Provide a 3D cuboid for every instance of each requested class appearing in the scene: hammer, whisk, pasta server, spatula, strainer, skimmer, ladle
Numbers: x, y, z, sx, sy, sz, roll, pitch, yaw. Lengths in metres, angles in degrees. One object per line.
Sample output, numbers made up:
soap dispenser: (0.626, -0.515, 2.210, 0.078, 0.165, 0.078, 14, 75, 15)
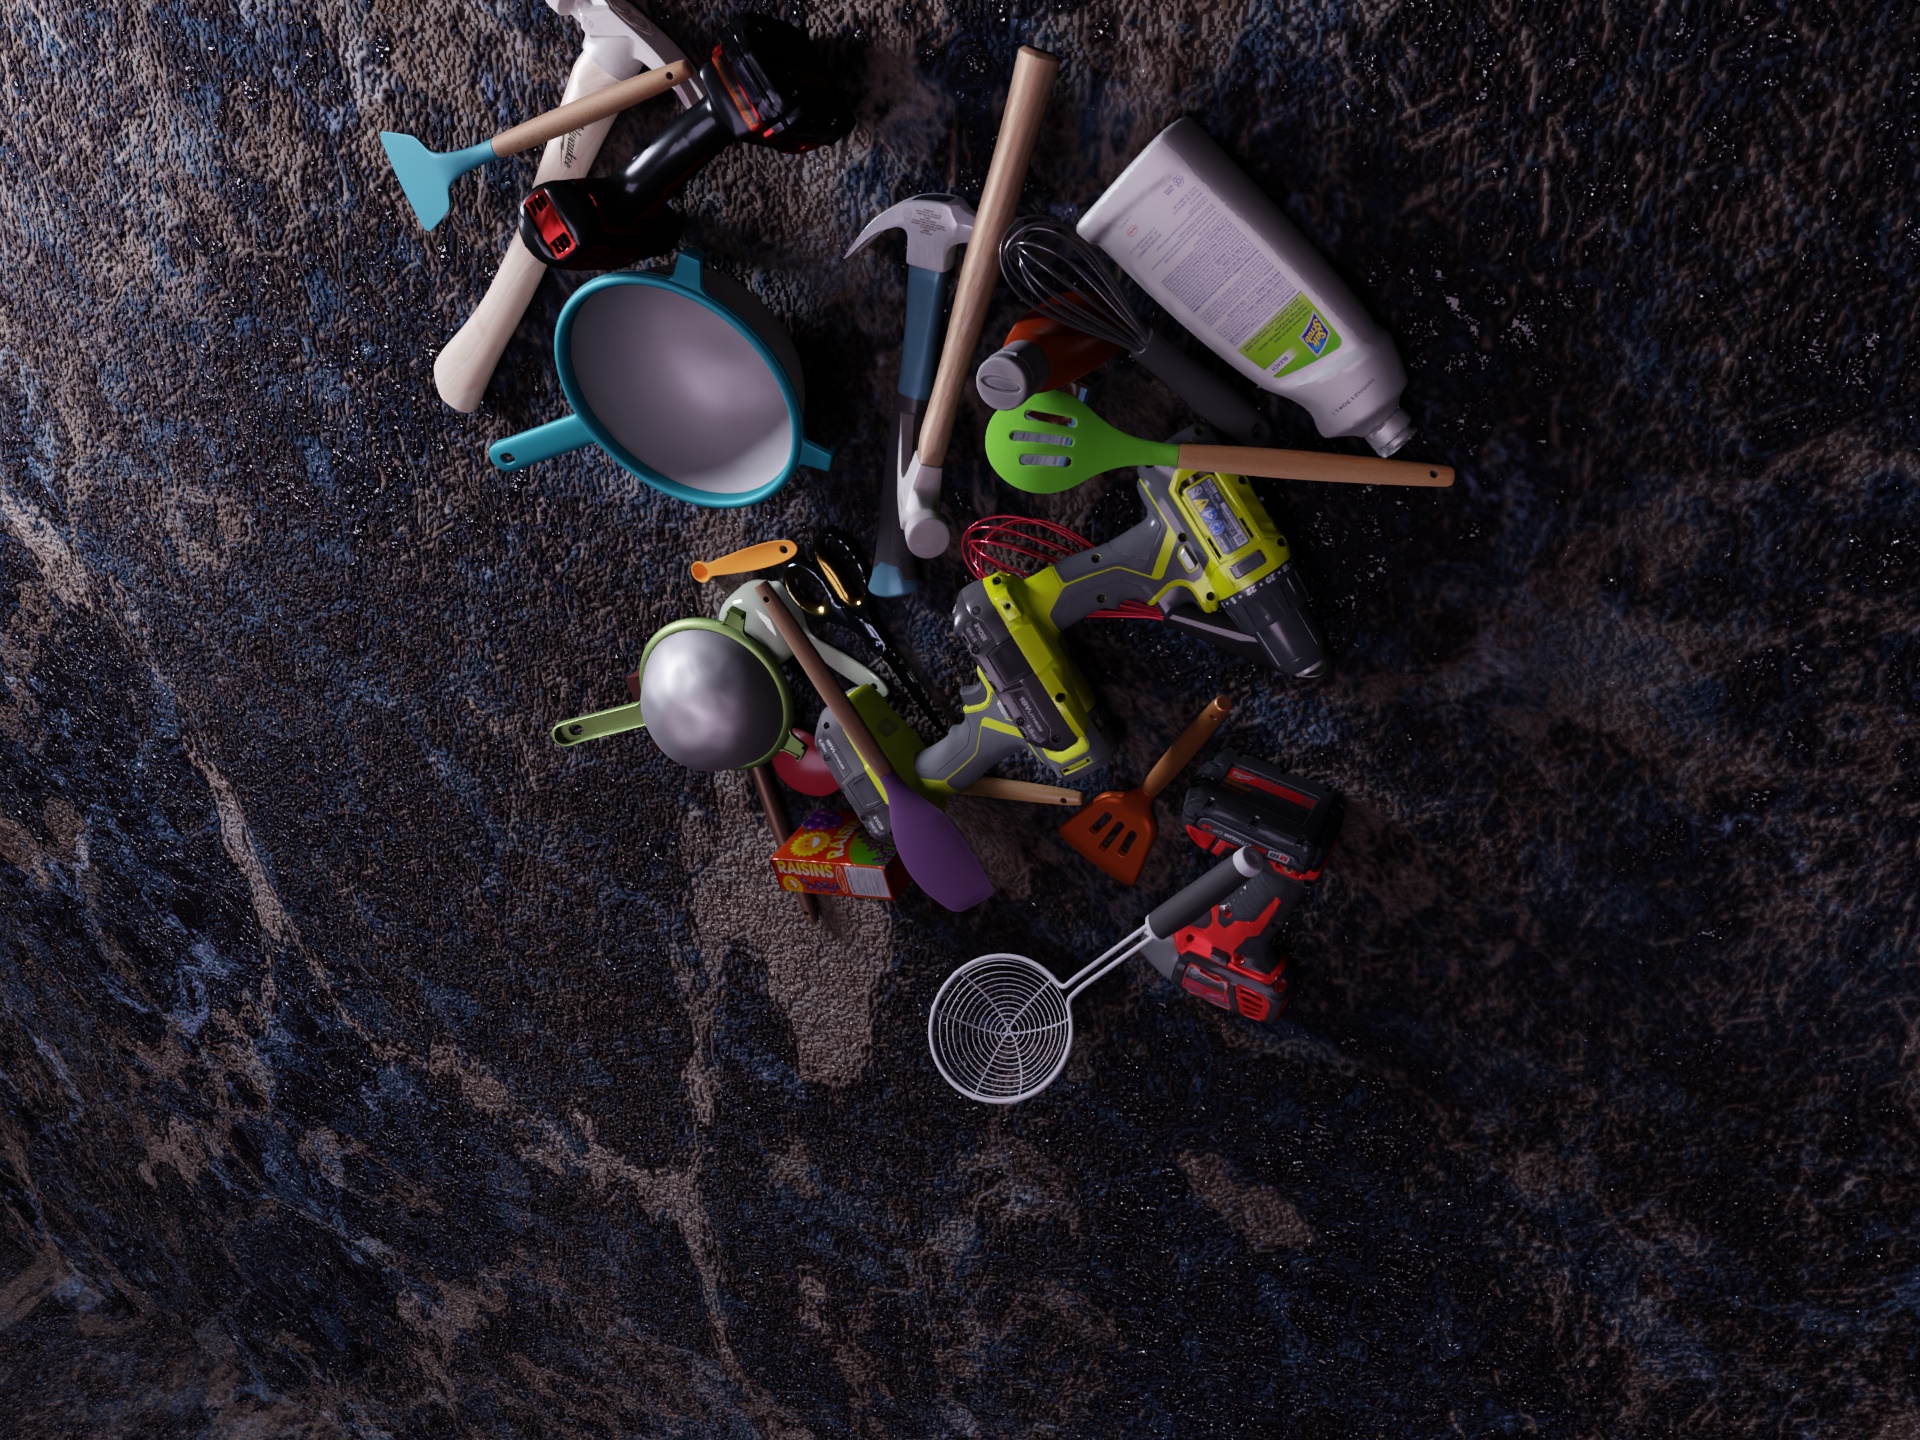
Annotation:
hammer: (0.008, -0.284, 1.081, 0.031, 0.130, 0.331, 9, 118, -15)
whisk: (0.123, -0.253, 1.056, 0.238, 0.055, 0.055, 32, 136, -25)
hammer: (-0.336, -0.393, 1.293, 0.146, 0.038, 0.410, 42, 131, -1)
pasta server: (-0.188, 0.063, 1.491, 0.060, 0.040, 0.316, -2, 119, 28)
spatula: (0.150, 0.051, 1.231, 0.081, 0.041, 0.322, 37, 158, 5)
spatula: (-0.076, 0.023, 1.289, 0.060, 0.018, 0.316, -29, 99, 24)
strainer: (-0.272, 0.001, 1.409, 0.256, 0.069, 0.151, -12, 113, 26)
skimmer: (0.103, 0.199, 1.284, 0.363, 0.090, 0.127, -45, 62, 44)
whisk: (0.137, -0.088, 1.192, 0.296, 0.073, 0.073, 20, 127, 11)
spatula: (-0.328, -0.449, 1.212, 0.317, 0.044, 0.082, -8, 116, 28)
hammer: (-0.035, -0.236, 1.214, 0.128, 0.033, 0.330, 22, 128, 17)
ladle: (-0.038, 0.051, 1.403, 0.315, 0.031, 0.069, 6, 121, 26)
strainer: (-0.251, -0.268, 1.278, 0.340, 0.095, 0.210, -8, 129, 38)

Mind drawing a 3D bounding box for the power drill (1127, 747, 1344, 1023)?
power drill: (0.216, 0.138, 1.276, 0.143, 0.078, 0.219, 23, 131, 18)

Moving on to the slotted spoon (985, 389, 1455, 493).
slotted spoon: (0.172, -0.178, 1.066, 0.314, 0.031, 0.070, 5, 93, 3)

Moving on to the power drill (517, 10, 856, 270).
power drill: (-0.190, -0.397, 1.136, 0.226, 0.188, 0.080, -29, 96, 21)

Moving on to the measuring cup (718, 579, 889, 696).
measuring cup: (-0.139, -0.059, 1.382, 0.168, 0.038, 0.083, 31, 130, 13)

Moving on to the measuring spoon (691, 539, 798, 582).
measuring spoon: (-0.187, -0.140, 1.382, 0.117, 0.011, 0.021, -10, 112, 31)

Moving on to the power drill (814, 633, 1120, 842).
power drill: (-0.002, -0.004, 1.303, 0.223, 0.080, 0.171, -27, 99, 29)

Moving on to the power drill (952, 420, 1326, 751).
power drill: (0.129, -0.075, 1.130, 0.228, 0.080, 0.190, -31, 94, 10)
